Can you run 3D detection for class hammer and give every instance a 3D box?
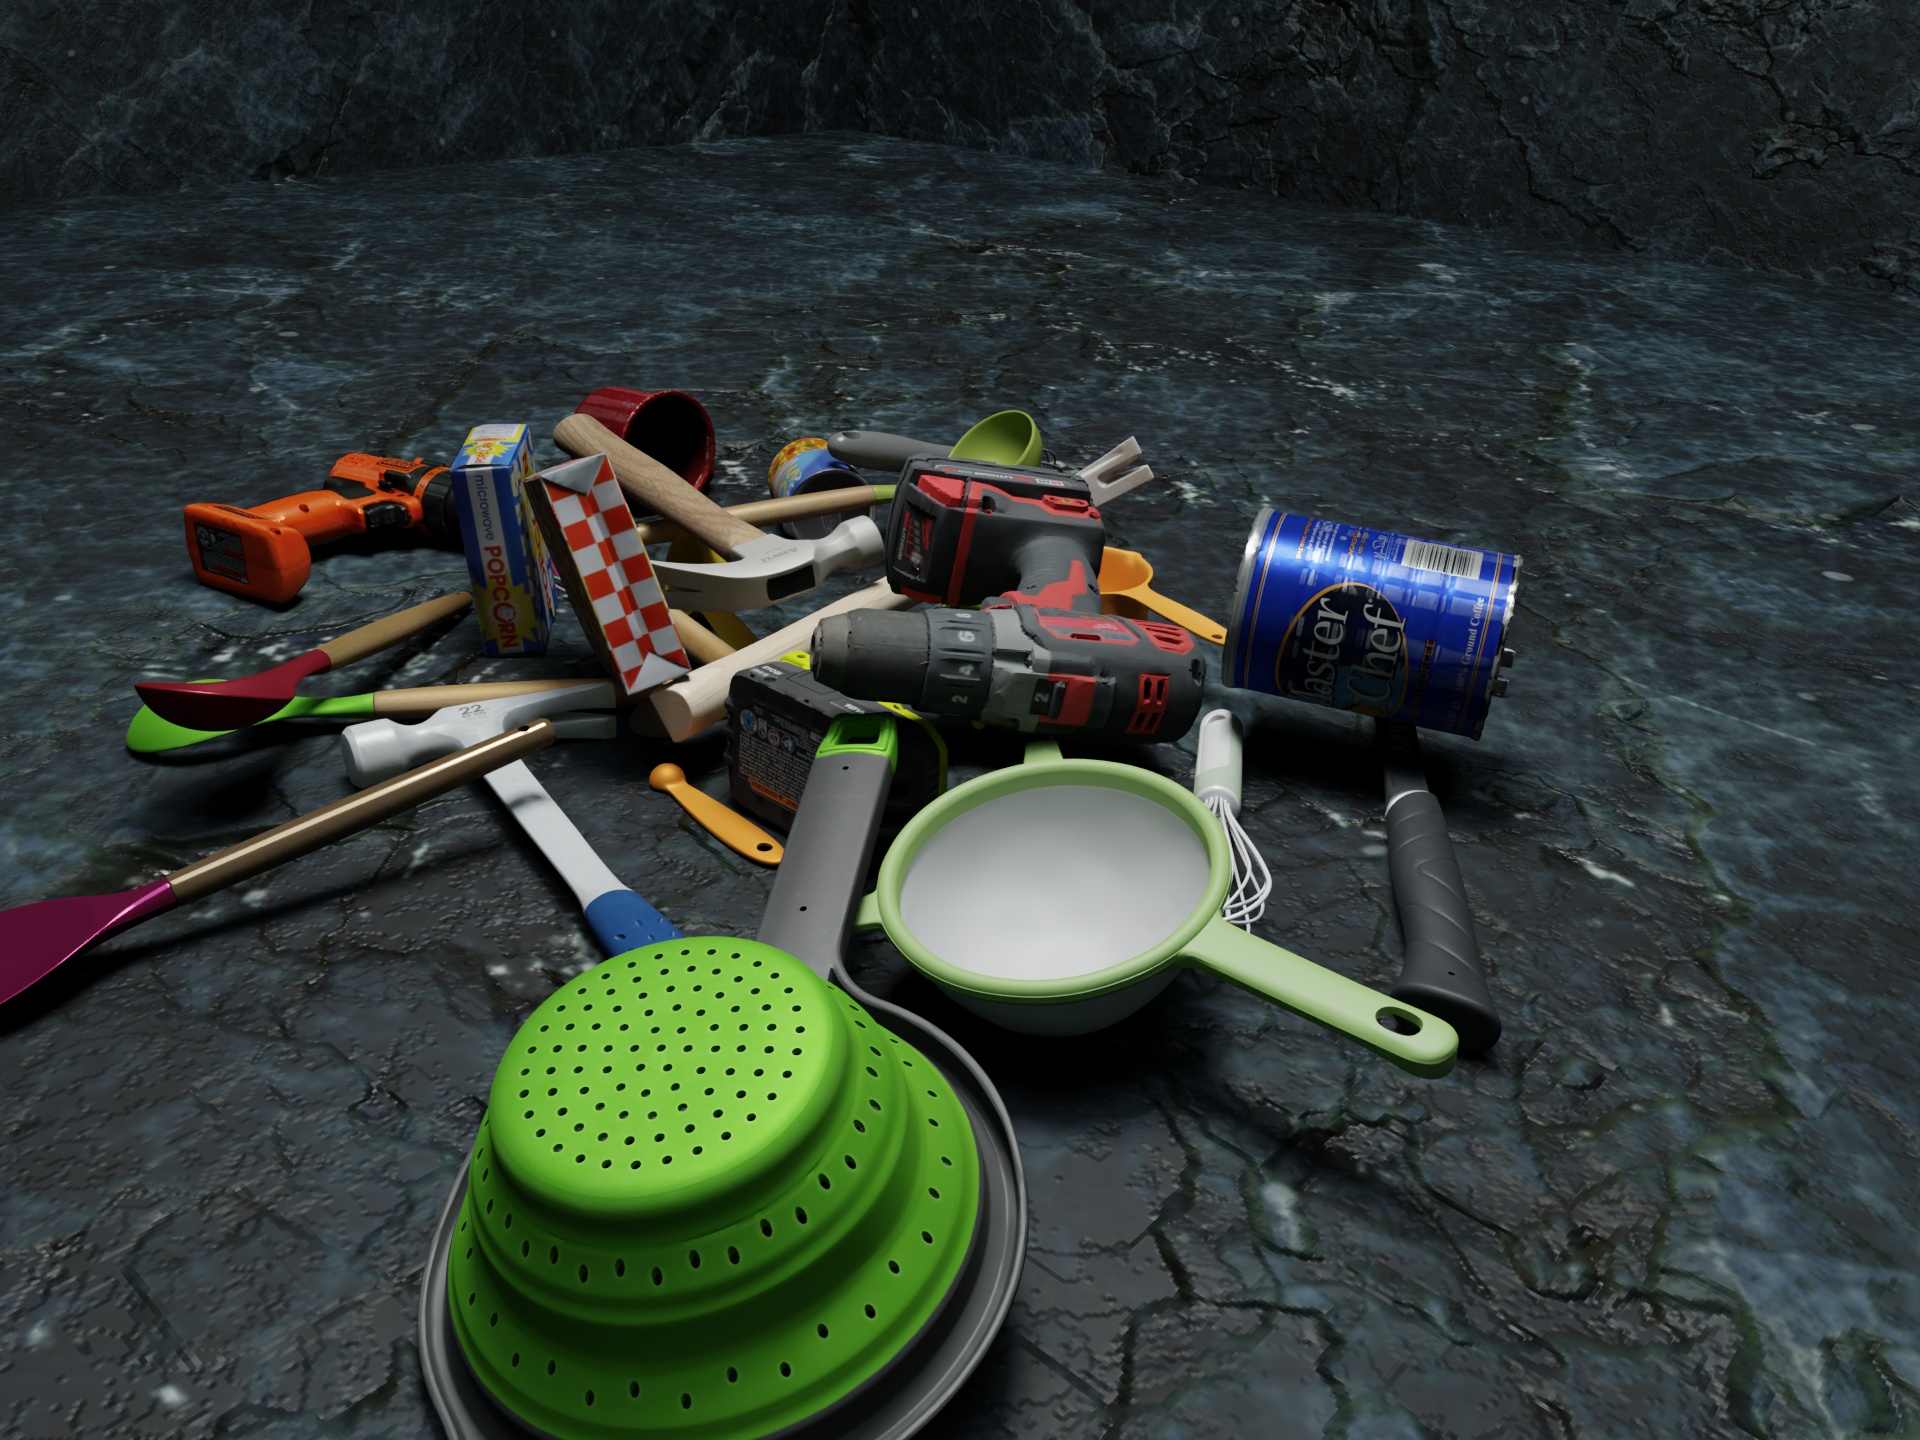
[{"bbox_3d":[0.243,0.039,0.846,0.149,0.036,0.409,7,28,6],"label":"hammer"},{"bbox_3d":[-0.160,0.078,0.734,0.144,0.035,0.406,-15,32,-30],"label":"hammer"},{"bbox_3d":[-0.030,-0.085,0.990,0.146,0.038,0.410,-24,7,43],"label":"hammer"},{"bbox_3d":[-0.191,-0.145,1.040,0.130,0.031,0.332,-24,36,-27],"label":"hammer"}]

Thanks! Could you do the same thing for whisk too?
[{"bbox_3d":[-0.007,-0.196,1.219,0.238,0.055,0.055,0,22,-44],"label":"whisk"},{"bbox_3d":[0.130,0.047,0.810,0.058,0.059,0.246,-20,17,18],"label":"whisk"},{"bbox_3d":[-0.214,-0.081,1.037,0.051,0.047,0.245,-18,36,-36],"label":"whisk"}]

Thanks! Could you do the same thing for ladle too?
[{"bbox_3d":[-0.354,-0.041,0.910,0.069,0.031,0.315,7,16,7],"label":"ladle"},{"bbox_3d":[-0.086,-0.164,1.110,0.320,0.062,0.078,-14,31,-24],"label":"ladle"}]

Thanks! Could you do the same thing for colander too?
[{"bbox_3d":[-0.074,0.089,0.572,0.204,0.094,0.397,-2,36,10],"label":"colander"}]

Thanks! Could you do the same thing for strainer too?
[{"bbox_3d":[0.083,0.102,0.658,0.256,0.069,0.151,22,46,35],"label":"strainer"}]

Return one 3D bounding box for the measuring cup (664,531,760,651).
[{"bbox_3d":[-0.145,-0.068,1.021,0.029,0.062,0.157,-1,35,-39],"label":"measuring cup"}]

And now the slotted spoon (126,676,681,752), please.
[{"bbox_3d":[-0.308,-0.011,0.910,0.313,0.031,0.070,-3,25,-14],"label":"slotted spoon"}]

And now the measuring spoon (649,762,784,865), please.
[{"bbox_3d":[-0.126,0.047,0.824,0.021,0.011,0.117,-20,34,-36],"label":"measuring spoon"}]

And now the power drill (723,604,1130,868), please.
[{"bbox_3d":[-0.001,-0.003,0.865,0.171,0.080,0.223,24,31,36],"label":"power drill"}]

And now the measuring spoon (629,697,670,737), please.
[{"bbox_3d":[-0.136,-0.014,0.937,0.124,0.018,0.034,-15,31,-32],"label":"measuring spoon"}]

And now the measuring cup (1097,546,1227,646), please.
[{"bbox_3d":[0.107,-0.060,1.012,0.095,0.052,0.174,-19,35,-35],"label":"measuring cup"}]

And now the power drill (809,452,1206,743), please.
[{"bbox_3d":[0.010,-0.063,0.824,0.188,0.080,0.227,5,27,-13],"label":"power drill"}]

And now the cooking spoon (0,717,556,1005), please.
[{"bbox_3d":[-0.330,0.067,0.719,0.319,0.017,0.069,-27,39,-28],"label":"cooking spoon"}]
